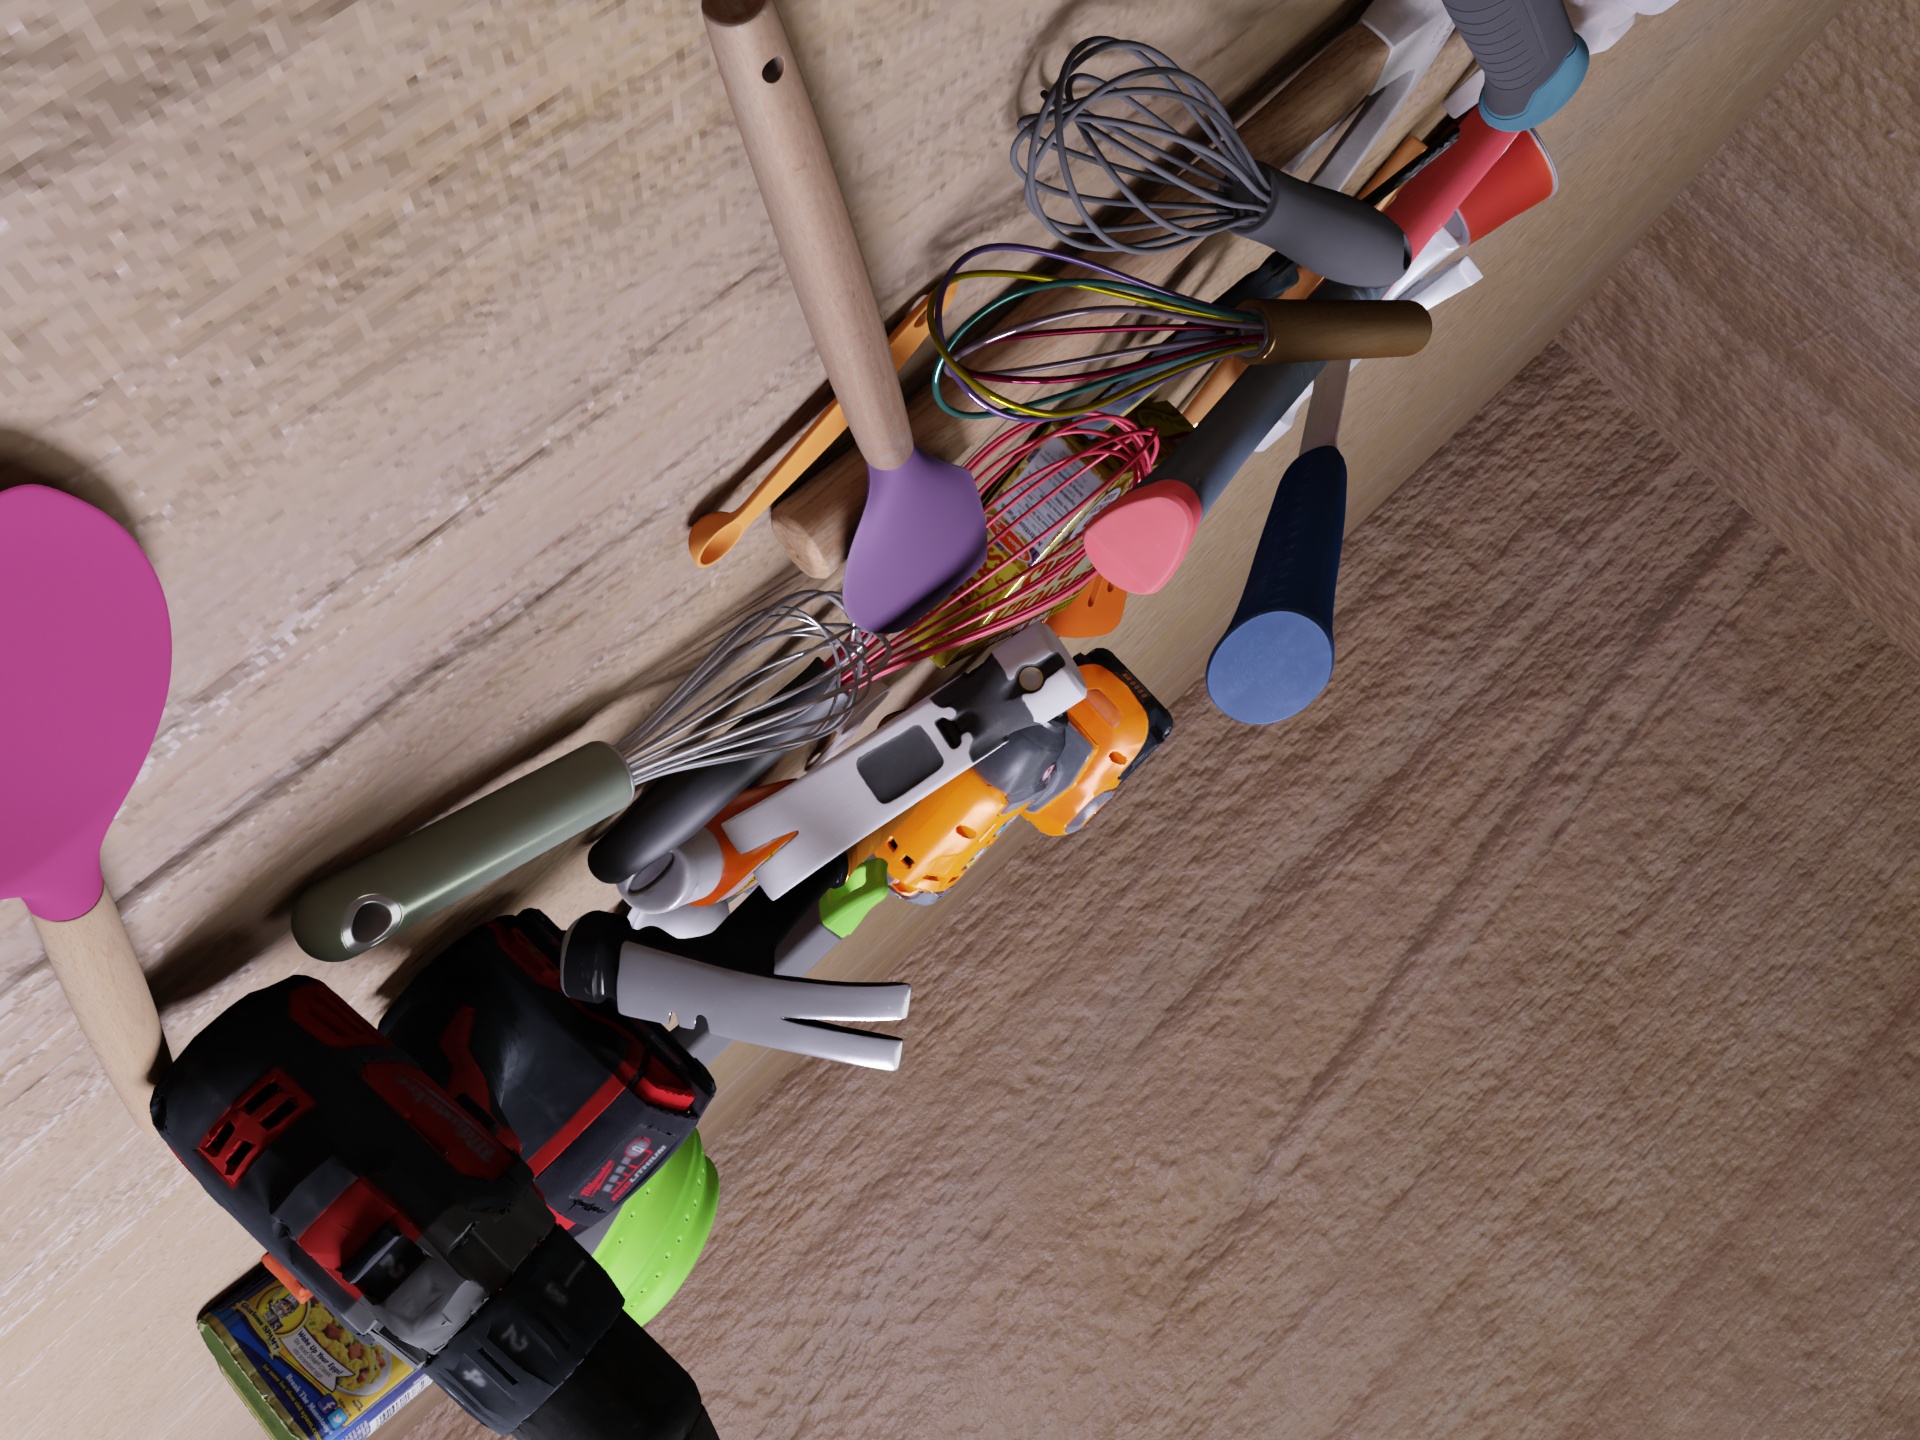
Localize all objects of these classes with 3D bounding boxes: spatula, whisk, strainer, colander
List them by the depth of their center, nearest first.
[{"bbox_3d":[-0.025,-0.084,0.434,0.060,0.018,0.315,-40,164,-6],"label":"spatula"},{"bbox_3d":[0.091,-0.159,0.495,0.239,0.055,0.055,-7,144,-53],"label":"whisk"},{"bbox_3d":[0.083,-0.124,0.526,0.245,0.047,0.051,-13,132,-40],"label":"whisk"},{"bbox_3d":[-0.114,0.014,0.540,0.246,0.059,0.057,-32,129,-42],"label":"whisk"},{"bbox_3d":[-0.036,-0.029,0.653,0.296,0.073,0.073,-39,172,2],"label":"whisk"},{"bbox_3d":[0.147,-0.174,0.871,0.081,0.041,0.322,-2,138,-52],"label":"spatula"},{"bbox_3d":[-0.117,0.088,0.873,0.258,0.050,0.086,-40,149,-62],"label":"strainer"},{"bbox_3d":[-0.149,0.226,0.878,0.397,0.094,0.205,-44,-158,19],"label":"colander"}]

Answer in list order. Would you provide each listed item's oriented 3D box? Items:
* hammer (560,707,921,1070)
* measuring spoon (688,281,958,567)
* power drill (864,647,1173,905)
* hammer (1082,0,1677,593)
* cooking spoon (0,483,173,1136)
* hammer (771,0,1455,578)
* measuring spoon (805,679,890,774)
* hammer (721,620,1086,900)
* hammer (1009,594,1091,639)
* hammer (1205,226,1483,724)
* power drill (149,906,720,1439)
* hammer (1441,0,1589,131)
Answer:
[{"bbox_3d":[-0.046,0.054,0.710,0.337,0.127,0.034,-51,150,-70],"label":"hammer"},{"bbox_3d":[-0.042,-0.092,0.480,0.117,0.011,0.021,-48,171,-3],"label":"measuring spoon"},{"bbox_3d":[0.048,0.021,0.986,0.164,0.084,0.226,-49,167,27],"label":"power drill"},{"bbox_3d":[0.170,-0.190,0.677,0.386,0.038,0.143,-49,-173,-21],"label":"hammer"},{"bbox_3d":[-0.200,0.048,0.361,0.069,0.017,0.318,-49,175,-34],"label":"cooking spoon"},{"bbox_3d":[0.064,-0.164,0.556,0.331,0.031,0.130,-43,171,-12],"label":"hammer"},{"bbox_3d":[-0.067,0.005,0.829,0.034,0.018,0.124,-40,177,-27],"label":"measuring spoon"},{"bbox_3d":[-0.001,-0.002,0.715,0.146,0.035,0.335,-33,-179,11],"label":"hammer"},{"bbox_3d":[0.066,-0.075,0.987,0.359,0.037,0.149,-45,172,4],"label":"hammer"},{"bbox_3d":[0.149,-0.110,0.651,0.144,0.035,0.406,-39,-169,29],"label":"hammer"},{"bbox_3d":[-0.144,0.152,0.529,0.080,0.188,0.226,-46,180,0],"label":"power drill"},{"bbox_3d":[0.144,-0.232,0.458,0.128,0.033,0.331,-50,162,21],"label":"hammer"}]
